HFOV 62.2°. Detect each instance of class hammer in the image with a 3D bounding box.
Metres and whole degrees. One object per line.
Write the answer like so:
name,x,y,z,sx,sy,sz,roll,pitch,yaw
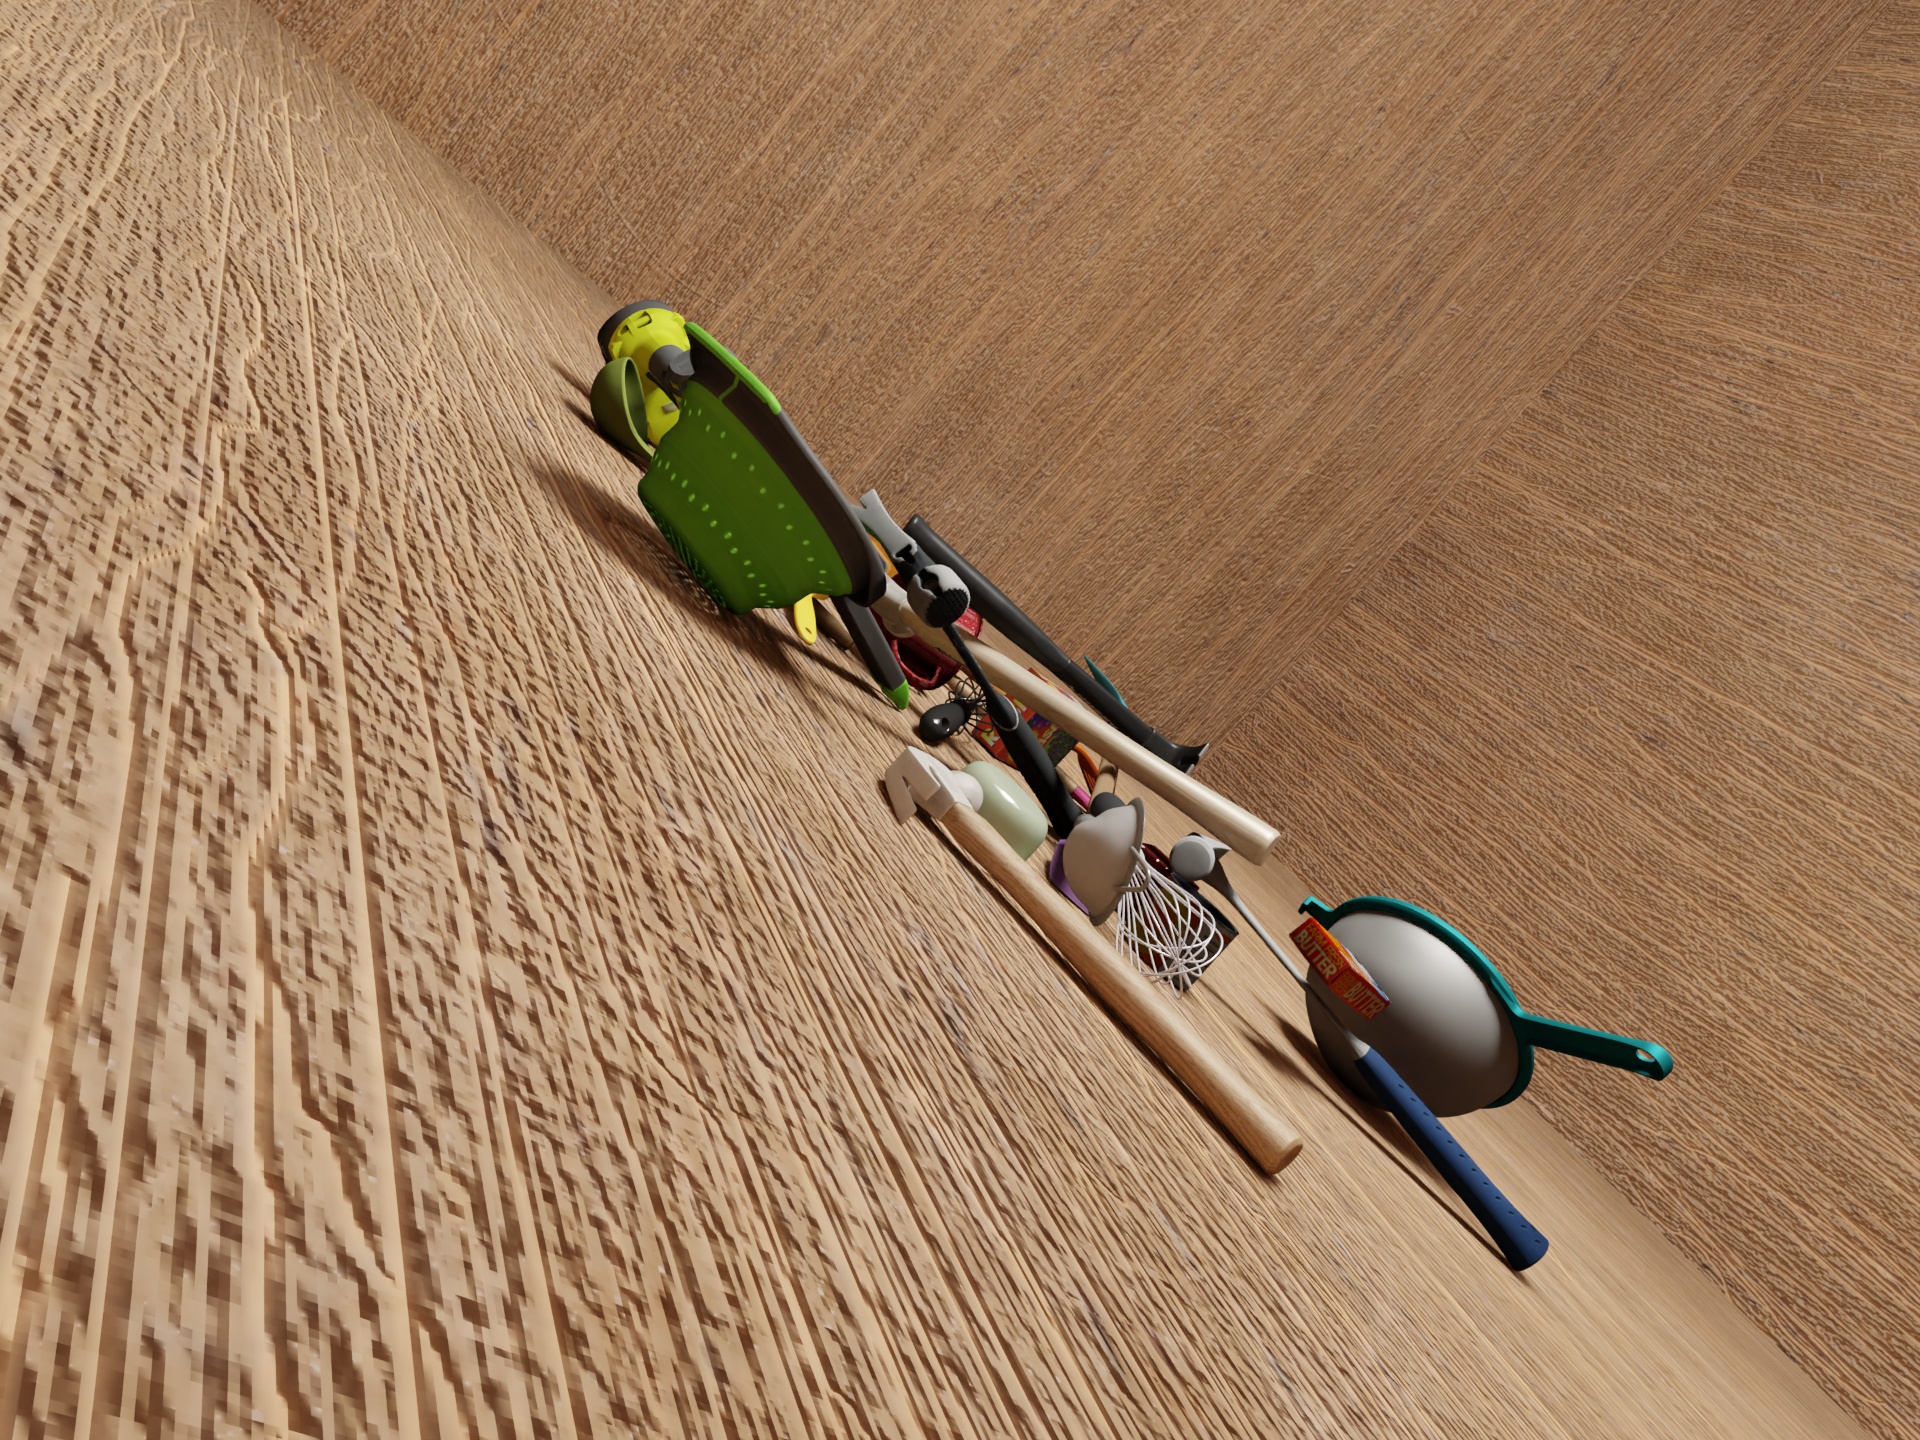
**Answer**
hammer,0.069,0.129,0.920,0.332,0.031,0.130,45,7,27
hammer,0.305,0.248,1.235,0.405,0.035,0.144,51,9,9
hammer,0.021,-0.019,1.201,0.149,0.036,0.408,52,-3,39
hammer,0.078,-0.010,1.291,0.411,0.038,0.146,34,-2,21
hammer,0.074,-0.057,1.337,0.334,0.035,0.146,40,-8,-21

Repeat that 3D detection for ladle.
ladle,-0.197,-0.183,1.347,0.320,0.062,0.078,45,-2,5

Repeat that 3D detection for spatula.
spatula,0.066,0.001,1.696,0.322,0.041,0.081,39,3,-25
spatula,0.107,0.087,1.270,0.060,0.018,0.316,42,18,-4
spatula,0.131,0.039,1.477,0.082,0.044,0.318,61,24,-23

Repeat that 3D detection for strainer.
strainer,0.090,0.084,1.076,0.050,0.087,0.258,21,2,0
strainer,0.394,0.260,1.273,0.340,0.095,0.211,3,-59,59

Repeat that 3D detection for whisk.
whisk,0.125,0.112,1.135,0.070,0.070,0.285,39,11,-17
whisk,-0.003,-0.003,1.351,0.055,0.055,0.239,42,11,5

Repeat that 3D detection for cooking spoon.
cooking spoon,0.099,0.055,1.650,0.319,0.017,0.068,42,3,6

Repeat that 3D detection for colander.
colander,-0.126,-0.096,1.120,0.205,0.094,0.396,45,-11,33

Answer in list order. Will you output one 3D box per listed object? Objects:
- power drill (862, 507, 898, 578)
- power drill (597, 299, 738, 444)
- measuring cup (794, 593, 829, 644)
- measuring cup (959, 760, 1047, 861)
power drill,-0.154,-0.202,1.644,0.186,0.084,0.226,44,11,33
power drill,-0.242,-0.277,1.464,0.229,0.080,0.190,45,-22,45
measuring cup,-0.117,-0.106,1.283,0.062,0.029,0.157,41,18,-25
measuring cup,0.051,0.088,1.056,0.168,0.038,0.083,47,8,34
